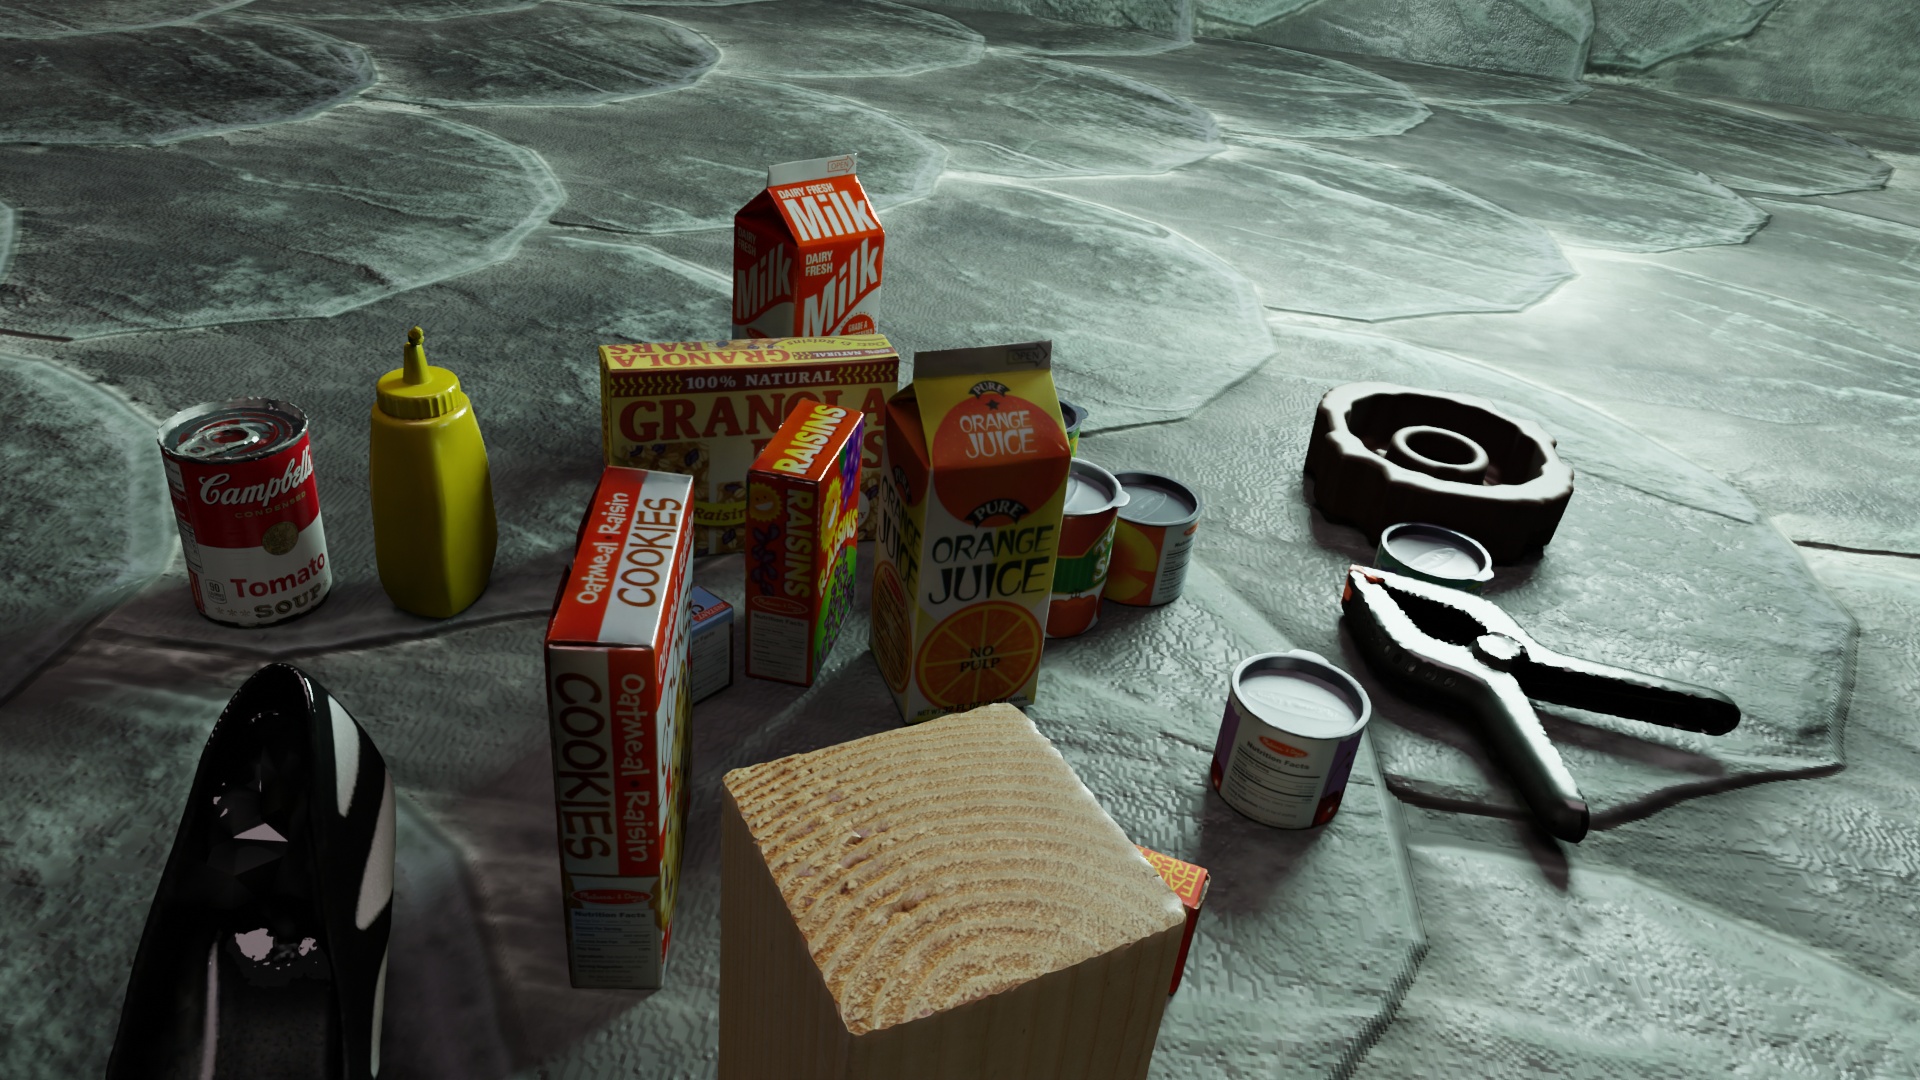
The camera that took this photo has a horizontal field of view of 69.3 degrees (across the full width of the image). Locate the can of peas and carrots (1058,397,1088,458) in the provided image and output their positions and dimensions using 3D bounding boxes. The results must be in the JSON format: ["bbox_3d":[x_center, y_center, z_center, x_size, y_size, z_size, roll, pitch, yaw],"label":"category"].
[{"bbox_3d":[0.046,-0.059,0.912,0.071,0.058,0.071,5,31,-3],"label":"can of peas and carrots"}]

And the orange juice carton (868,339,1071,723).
[{"bbox_3d":[0.002,-0.009,0.690,0.072,0.191,0.073,-6,33,-20],"label":"orange juice carton"}]

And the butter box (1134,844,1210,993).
[{"bbox_3d":[0.048,0.145,0.577,0.103,0.052,0.024,17,32,17],"label":"butter box"}]

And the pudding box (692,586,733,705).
[{"bbox_3d":[-0.151,0.062,0.683,0.030,0.049,0.084,26,36,30],"label":"pudding box"}]

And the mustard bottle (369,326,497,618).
[{"bbox_3d":[-0.276,-0.039,0.721,0.049,0.159,0.065,10,31,6],"label":"mustard bottle"}]

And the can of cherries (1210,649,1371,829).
[{"bbox_3d":[0.160,0.096,0.676,0.071,0.058,0.072,5,31,-3],"label":"can of cherries"}]

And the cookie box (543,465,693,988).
[{"bbox_3d":[-0.132,0.073,0.554,0.040,0.166,0.123,3,31,-6],"label":"cookie box"}]

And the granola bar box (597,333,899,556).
[{"bbox_3d":[-0.122,-0.054,0.810,0.166,0.123,0.039,-6,32,-19],"label":"granola bar box"}]

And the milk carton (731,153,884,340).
[{"bbox_3d":[-0.103,-0.160,0.925,0.072,0.189,0.073,-21,40,-38],"label":"milk carton"}]

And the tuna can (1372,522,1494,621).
[{"bbox_3d":[0.289,0.020,0.850,0.071,0.032,0.071,5,31,-3],"label":"tuna can"}]

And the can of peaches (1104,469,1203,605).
[{"bbox_3d":[0.105,-0.003,0.830,0.071,0.057,0.071,5,31,-3],"label":"can of peaches"}]

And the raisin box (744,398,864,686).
[{"bbox_3d":[-0.082,0.001,0.727,0.040,0.122,0.086,11,31,8],"label":"raisin box"}]

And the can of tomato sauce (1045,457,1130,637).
[{"bbox_3d":[0.054,0.004,0.785,0.071,0.082,0.071,5,31,-3],"label":"can of tomato sauce"}]
